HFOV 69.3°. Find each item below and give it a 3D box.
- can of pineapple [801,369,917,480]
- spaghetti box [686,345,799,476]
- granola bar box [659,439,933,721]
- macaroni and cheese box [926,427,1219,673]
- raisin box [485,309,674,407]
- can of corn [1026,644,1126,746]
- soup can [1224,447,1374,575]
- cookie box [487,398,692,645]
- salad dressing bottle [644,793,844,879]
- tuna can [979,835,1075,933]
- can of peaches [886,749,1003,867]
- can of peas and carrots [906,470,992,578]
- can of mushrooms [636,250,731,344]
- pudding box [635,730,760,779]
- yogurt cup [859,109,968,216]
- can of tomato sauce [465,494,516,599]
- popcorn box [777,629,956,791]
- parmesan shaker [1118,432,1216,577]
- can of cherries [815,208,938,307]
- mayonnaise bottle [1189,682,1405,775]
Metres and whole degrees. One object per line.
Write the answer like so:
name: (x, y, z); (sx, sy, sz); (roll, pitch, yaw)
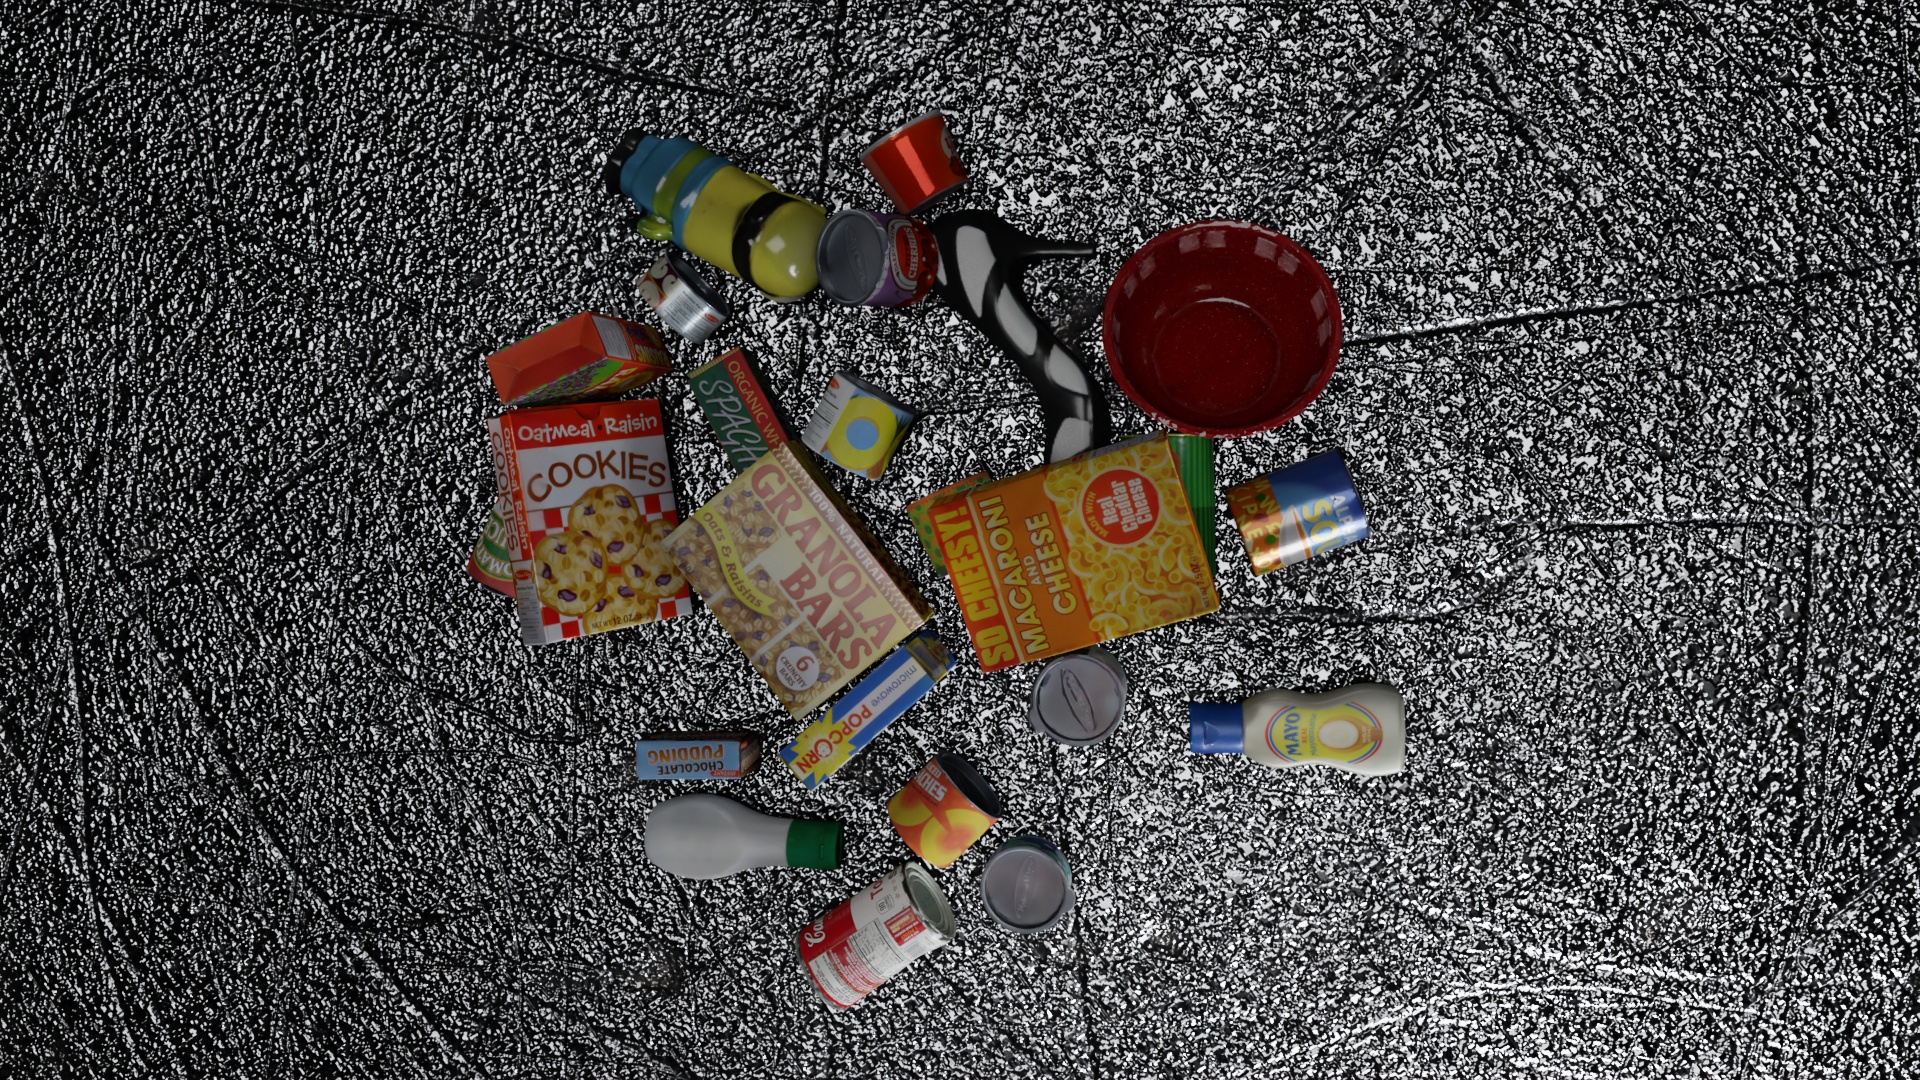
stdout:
can of pineapple: (-0.073, -0.083, 1.014); (0.071, 0.071, 0.057); (30, 99, 6)
spaghetti box: (-0.124, -0.027, 1.045); (0.050, 0.029, 0.250); (-29, 89, 10)
granola bar box: (-0.119, 0.028, 1.012); (0.124, 0.039, 0.165); (-39, 87, 11)
macaroni and cheese box: (0.077, 0.009, 0.939); (0.166, 0.040, 0.123); (-17, 99, 12)
raisin box: (-0.274, -0.128, 1.014); (0.086, 0.123, 0.040); (-23, 89, 10)
can of corn: (0.085, 0.111, 1.005); (0.071, 0.058, 0.071); (1, 94, 9)
soup can: (0.235, -0.017, 0.967); (0.084, 0.071, 0.071); (-21, 90, 11)
cookie box: (-0.270, -0.016, 1.023); (0.040, 0.123, 0.167); (-6, 93, 47)
salad dressing bottle: (-0.164, 0.229, 1.061); (0.148, 0.044, 0.064); (3, 92, 8)
tuna can: (0.052, 0.255, 1.033); (0.071, 0.033, 0.071); (1, 94, 9)
can of peaches: (-0.013, 0.196, 1.021); (0.071, 0.071, 0.058); (45, 100, 4)
can of peas and carrots: (0.004, -0.013, 1.005); (0.071, 0.071, 0.058); (-25, 89, 10)
can of mushrooms: (-0.205, -0.181, 1.030); (0.033, 0.071, 0.071); (-43, 87, 11)
pudding box: (-0.200, 0.163, 1.059); (0.084, 0.050, 0.030); (-1, 93, 9)
yogurt cup: (-0.031, -0.268, 0.997); (0.072, 0.072, 0.054); (-29, 97, 10)
can of tomato sauce: (-0.330, -0.003, 1.058); (0.071, 0.071, 0.083); (27, 97, 6)
popcorn box: (-0.066, 0.122, 1.016); (0.126, 0.085, 0.038); (-41, 88, 9)
parmesan shaker: (0.149, -0.024, 0.980); (0.071, 0.071, 0.103); (-2, 93, 9)
can of cherries: (-0.056, -0.197, 0.972); (0.071, 0.058, 0.071); (6, 99, 39)
mayonnaise bottle: (0.238, 0.134, 0.990); (0.148, 0.041, 0.064); (-1, 95, 9)
